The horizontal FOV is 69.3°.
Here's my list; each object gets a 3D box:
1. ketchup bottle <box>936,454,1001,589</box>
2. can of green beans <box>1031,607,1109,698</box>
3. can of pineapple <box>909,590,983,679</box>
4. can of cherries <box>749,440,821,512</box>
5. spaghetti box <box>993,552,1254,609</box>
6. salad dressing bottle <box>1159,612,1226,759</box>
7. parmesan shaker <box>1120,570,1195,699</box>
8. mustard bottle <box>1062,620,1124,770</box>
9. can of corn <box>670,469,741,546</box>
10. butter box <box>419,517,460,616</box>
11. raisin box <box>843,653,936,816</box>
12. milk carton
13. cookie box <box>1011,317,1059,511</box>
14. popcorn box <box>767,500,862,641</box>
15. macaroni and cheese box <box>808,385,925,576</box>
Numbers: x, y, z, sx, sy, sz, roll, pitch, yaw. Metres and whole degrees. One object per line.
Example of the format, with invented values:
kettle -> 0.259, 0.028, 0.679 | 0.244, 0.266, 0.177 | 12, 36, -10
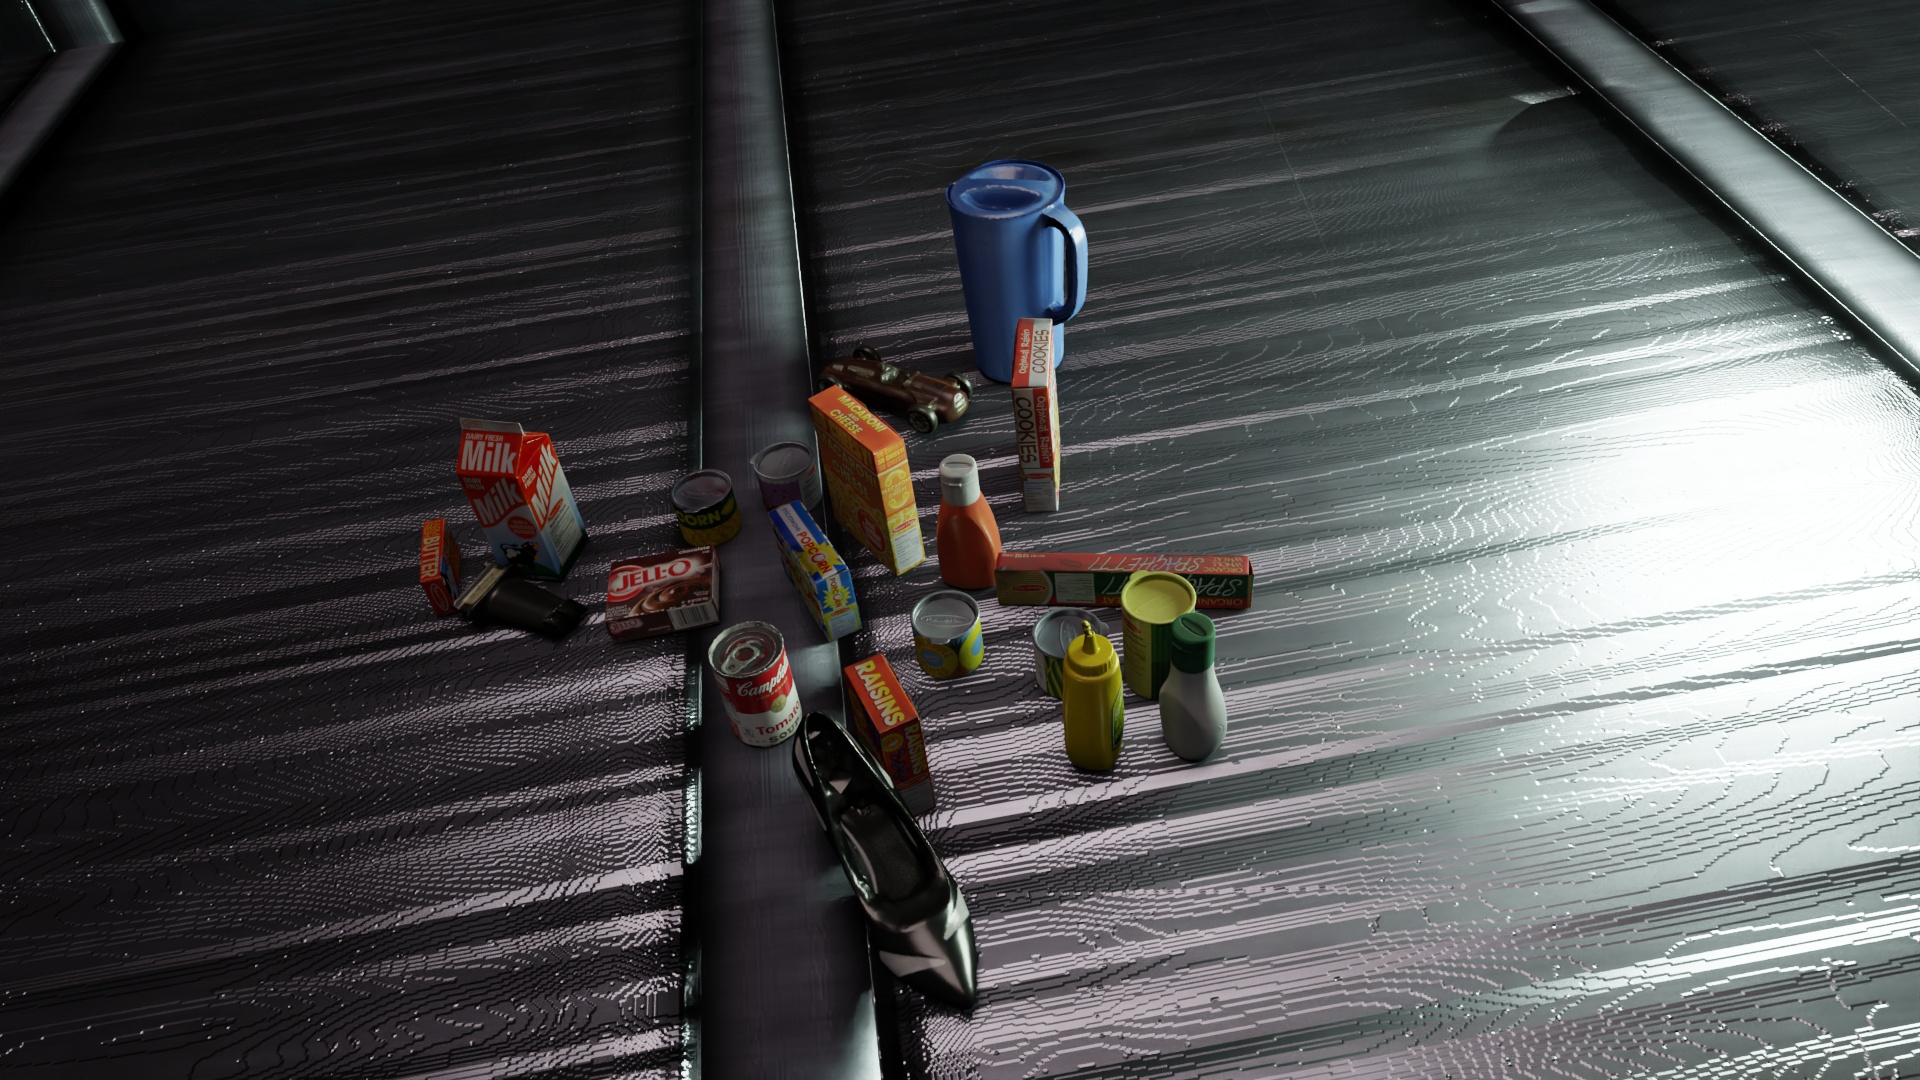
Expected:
ketchup bottle -> 0.005, -0.017, 1.374 | 0.065, 0.148, 0.044 | 2, 43, 12
can of green beans -> 0.101, 0.106, 1.292 | 0.071, 0.057, 0.071 | -4, 42, 4
can of pineapple -> -0.013, 0.091, 1.325 | 0.071, 0.057, 0.071 | -4, 42, 4
can of cherries -> -0.192, -0.068, 1.527 | 0.071, 0.058, 0.072 | -4, 42, 4
spaghetti box -> 0.160, 0.040, 1.362 | 0.250, 0.050, 0.029 | 1, 43, 9
salad dressing bottle -> 0.199, 0.125, 1.189 | 0.044, 0.146, 0.064 | -31, 47, -23
parmesan shaker -> 0.180, 0.086, 1.268 | 0.071, 0.102, 0.072 | -4, 42, 4
mustard bottle -> 0.113, 0.128, 1.189 | 0.049, 0.159, 0.066 | 7, 44, 16
can of corn -> -0.275, -0.033, 1.501 | 0.071, 0.058, 0.071 | -4, 42, 4
butter box -> -0.555, 0.027, 1.482 | 0.024, 0.052, 0.104 | -14, 42, -7
raisin box -> -0.060, 0.170, 1.197 | 0.040, 0.122, 0.086 | -21, 44, -14
milk carton -> -0.461, -0.050, 1.451 | 0.072, 0.189, 0.074 | 5, 44, 14
cookie box -> 0.081, -0.133, 1.477 | 0.040, 0.166, 0.123 | -2, 42, 7
popcorn box -> -0.146, 0.029, 1.394 | 0.038, 0.084, 0.127 | -23, 44, -16
macaroni and cheese box -> -0.095, -0.062, 1.426 | 0.040, 0.165, 0.124 | -30, 46, -22
